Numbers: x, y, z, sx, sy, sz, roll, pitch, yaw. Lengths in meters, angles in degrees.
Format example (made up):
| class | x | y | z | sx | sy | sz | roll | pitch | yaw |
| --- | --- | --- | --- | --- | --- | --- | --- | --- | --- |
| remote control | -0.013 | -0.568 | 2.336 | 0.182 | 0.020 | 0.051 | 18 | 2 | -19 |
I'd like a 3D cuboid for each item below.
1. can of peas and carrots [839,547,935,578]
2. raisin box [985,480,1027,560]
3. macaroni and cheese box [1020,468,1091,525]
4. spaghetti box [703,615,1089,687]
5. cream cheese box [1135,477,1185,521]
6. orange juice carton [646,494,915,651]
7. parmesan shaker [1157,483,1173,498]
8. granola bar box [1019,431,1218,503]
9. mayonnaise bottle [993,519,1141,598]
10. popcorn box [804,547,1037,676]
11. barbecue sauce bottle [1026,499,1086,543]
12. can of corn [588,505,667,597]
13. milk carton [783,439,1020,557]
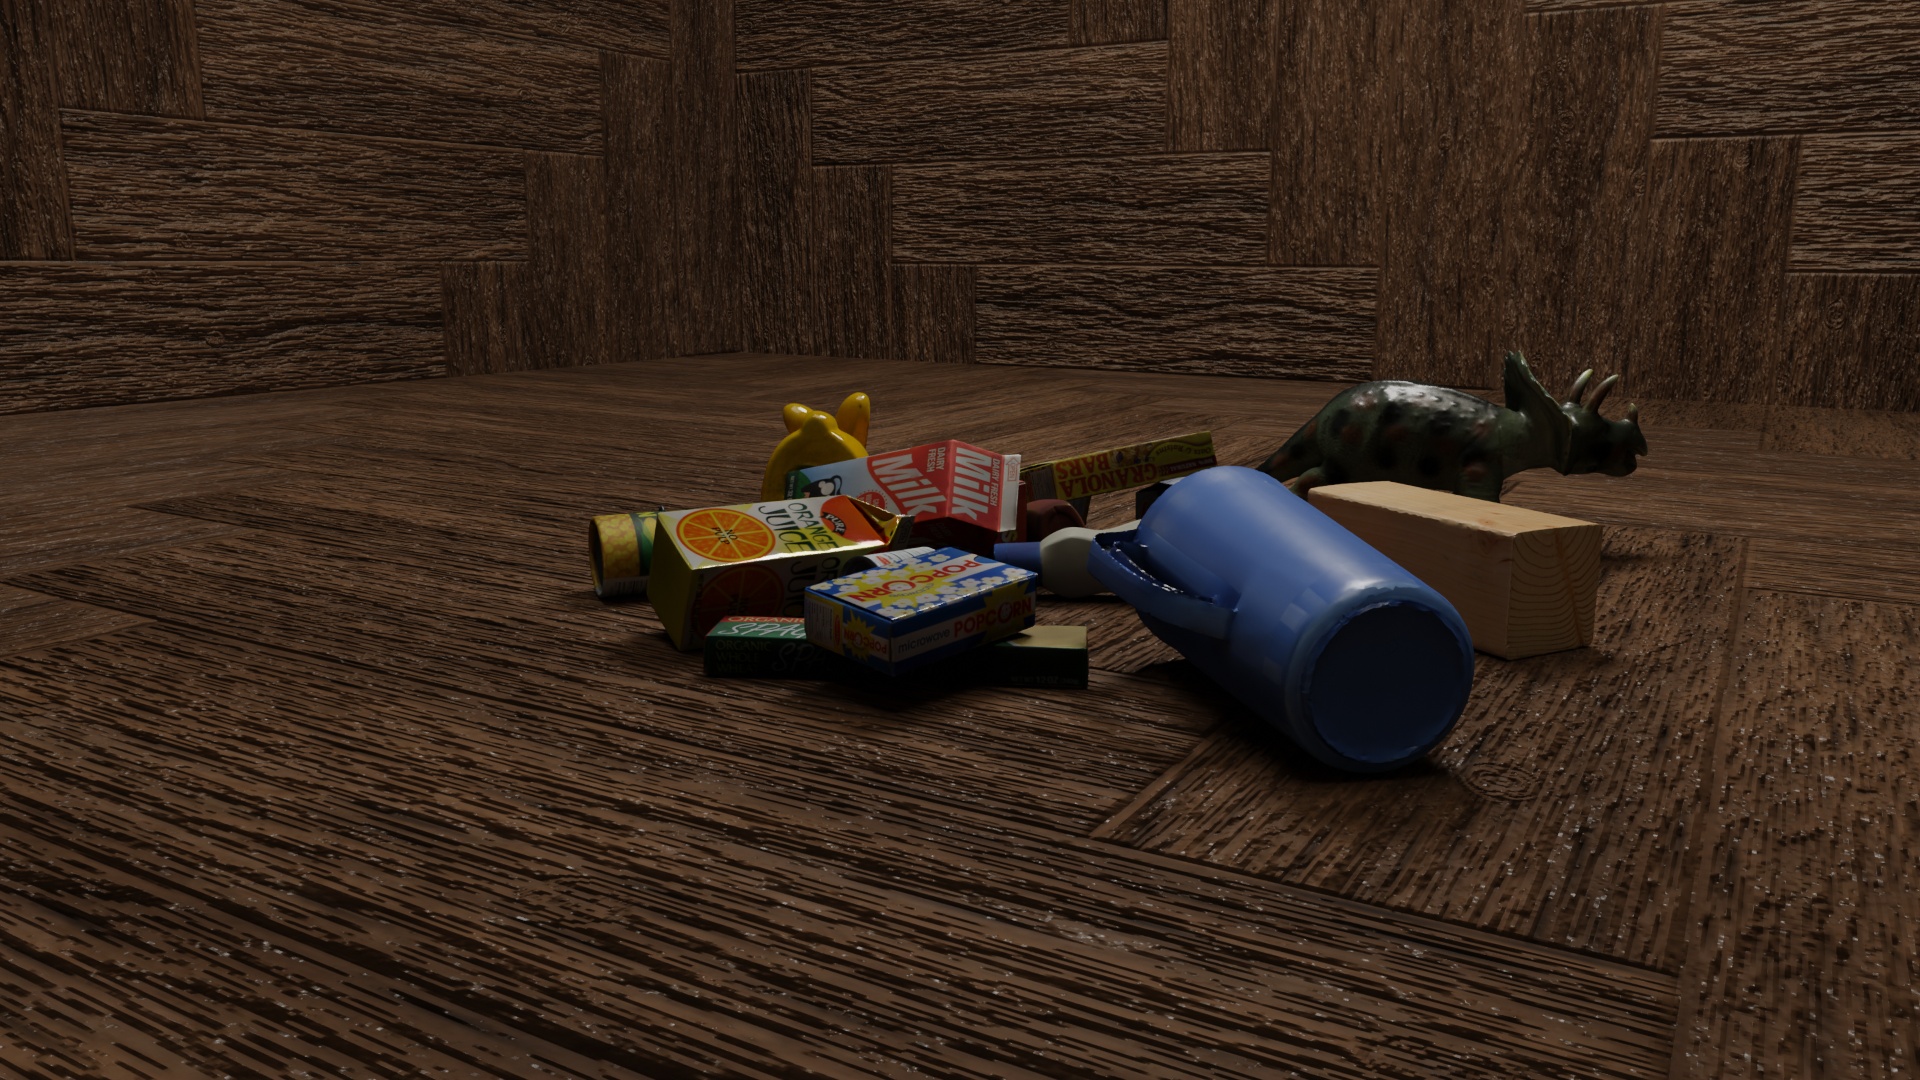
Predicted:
| class | x | y | z | sx | sy | sz | roll | pitch | yaw |
| --- | --- | --- | --- | --- | --- | --- | --- | --- | --- |
| can of peas and carrots | -0.045 | 0.042 | 0.973 | 0.059 | 0.070 | 0.071 | -8 | 14 | -38 |
| raisin box | 0.004 | -0.015 | 1.190 | 0.040 | 0.086 | 0.123 | -9 | 15 | -37 |
| macaroni and cheese box | 0.044 | -0.054 | 1.417 | 0.166 | 0.040 | 0.124 | 10 | 7 | -2 |
| spaghetti box | -0.041 | 0.072 | 0.907 | 0.250 | 0.028 | 0.050 | 1 | 13 | 5 |
| cream cheese box | 0.198 | -0.029 | 1.349 | 0.024 | 0.053 | 0.104 | 4 | 12 | 26 |
| orange juice carton | -0.123 | 0.019 | 1.010 | 0.193 | 0.071 | 0.073 | -7 | 37 | -32 |
| parmesan shaker | 0.231 | -0.015 | 1.261 | 0.103 | 0.071 | 0.071 | 2 | 11 | 11 |
| granola bar box | 0.134 | -0.064 | 1.285 | 0.166 | 0.039 | 0.124 | -12 | 1 | -21 |
| mayonnaise bottle | 0.101 | 0.017 | 1.107 | 0.148 | 0.064 | 0.041 | -2 | 13 | 4 |
| popcorn box | -0.024 | 0.042 | 0.881 | 0.127 | 0.038 | 0.085 | -16 | 22 | -41 |
| barbecue sauce bottle | 0.067 | -0.004 | 1.213 | 0.044 | 0.064 | 0.148 | -21 | 8 | -13 |
| can of corn | -0.262 | 0.008 | 1.108 | 0.058 | 0.071 | 0.071 | -6 | 13 | -24 |
| milk carton | -0.042 | -0.024 | 1.104 | 0.190 | 0.072 | 0.073 | -9 | -32 | 23 |
